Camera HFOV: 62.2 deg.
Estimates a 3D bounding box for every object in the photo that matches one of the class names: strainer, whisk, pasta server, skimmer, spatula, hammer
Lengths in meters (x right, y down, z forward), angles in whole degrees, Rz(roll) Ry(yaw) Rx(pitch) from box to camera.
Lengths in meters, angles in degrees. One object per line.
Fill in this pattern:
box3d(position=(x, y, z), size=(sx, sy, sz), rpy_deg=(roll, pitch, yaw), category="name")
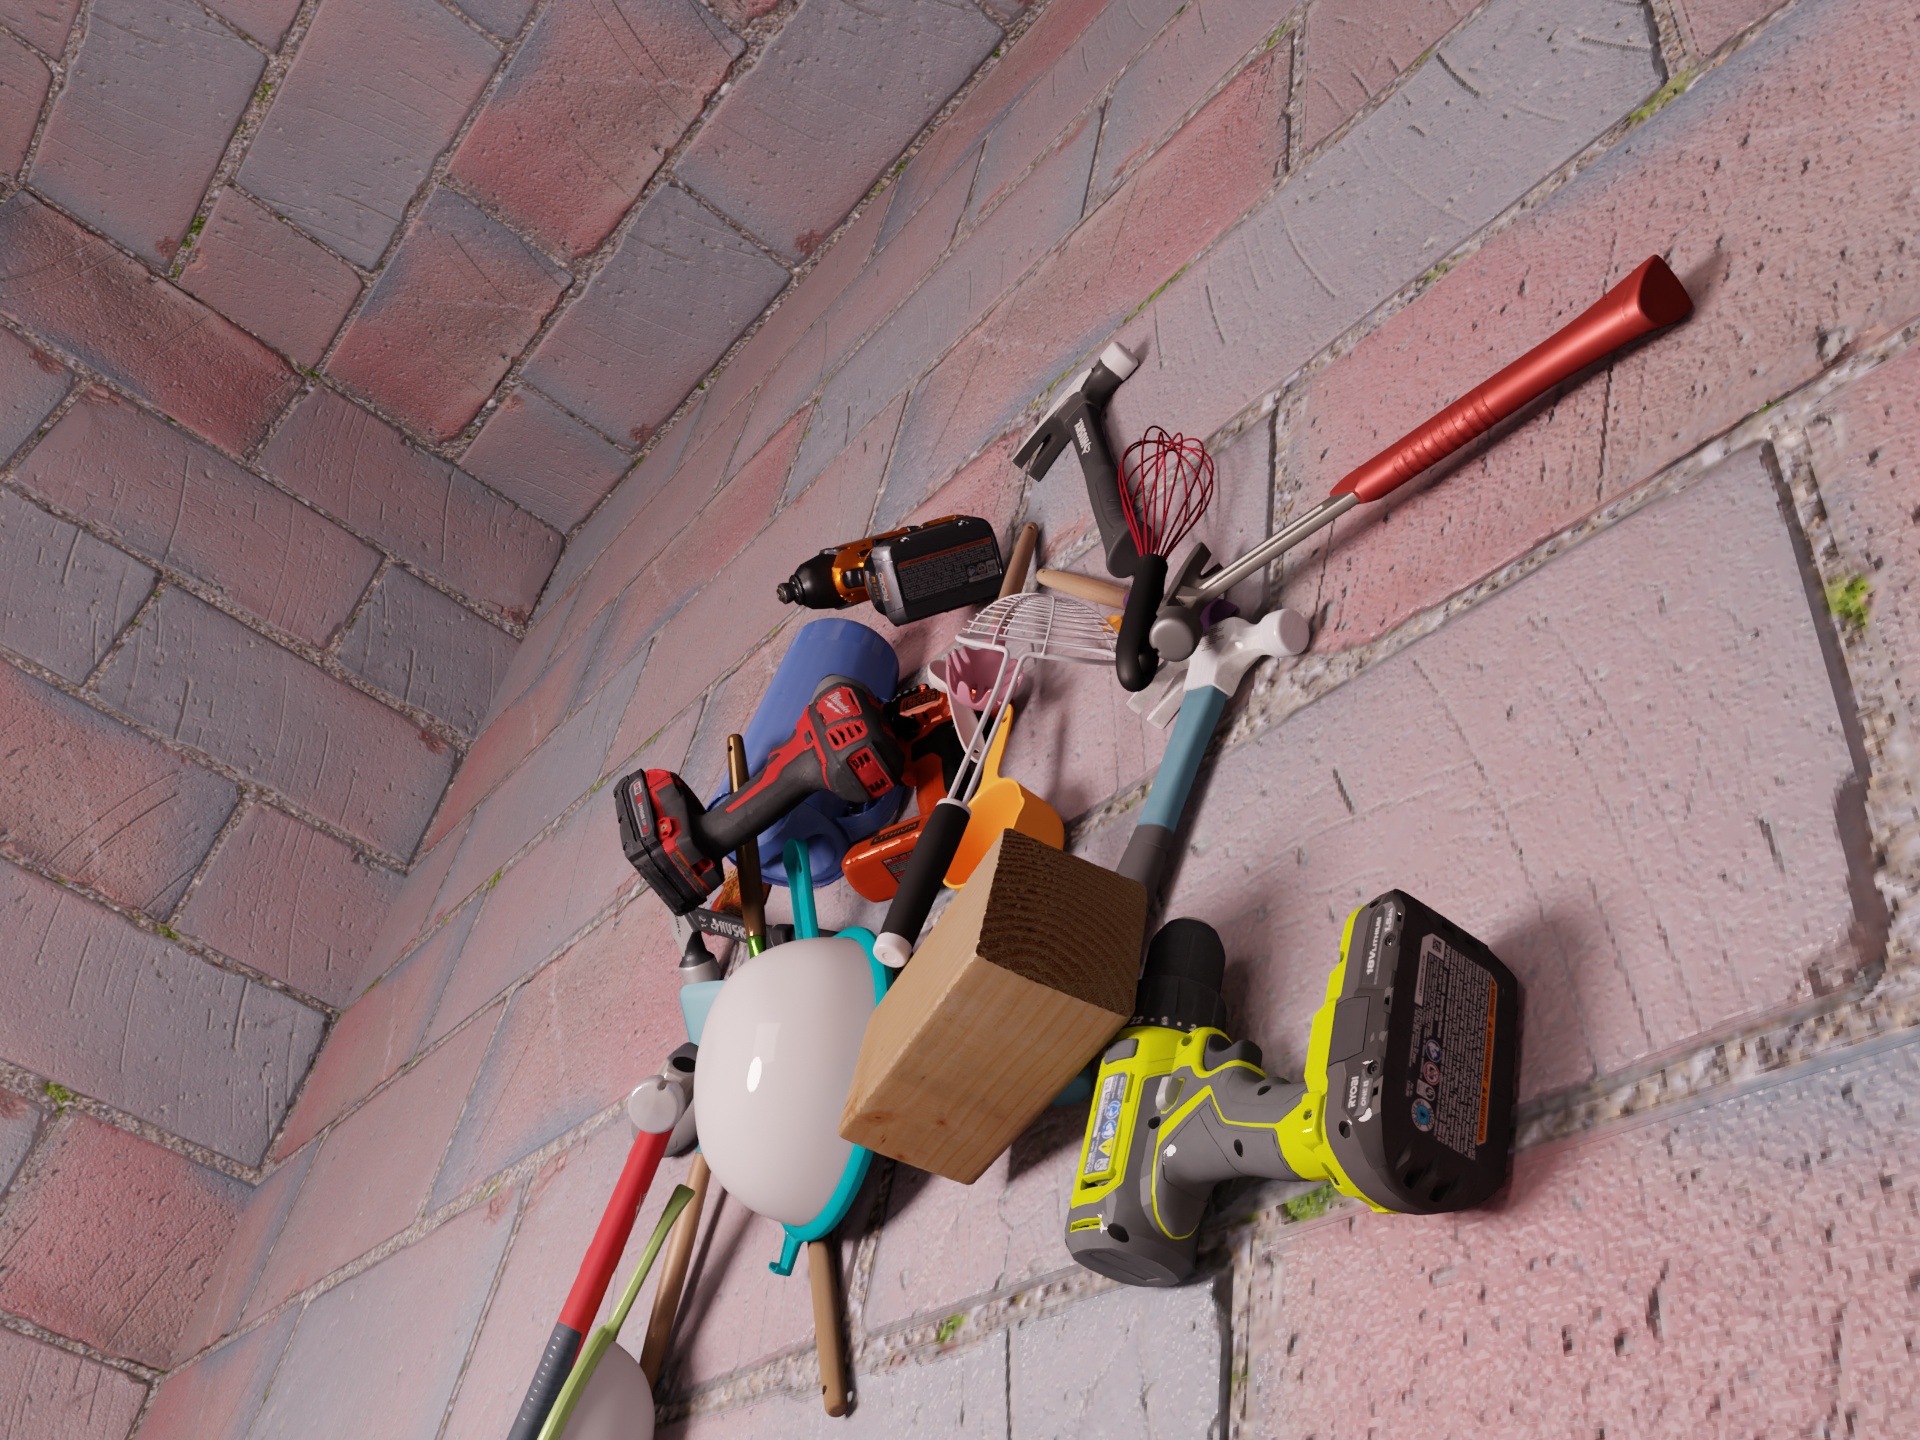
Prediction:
box3d(position=(-0.230, 0.457, 1.112), size=(0.151, 0.069, 0.256), rpy_deg=(107, -171, -69), category="strainer")
box3d(position=(0.140, -0.122, 1.141), size=(0.073, 0.073, 0.296), rpy_deg=(-38, 25, 38), category="whisk")
box3d(position=(0.038, -0.096, 1.319), size=(0.316, 0.060, 0.040), rpy_deg=(-72, -5, -55), category="pasta server")
box3d(position=(-0.136, 0.195, 1.117), size=(0.211, 0.095, 0.341), rpy_deg=(-62, 26, 31), category="strainer")
box3d(position=(0.018, 0.035, 1.082), size=(0.090, 0.127, 0.363), rpy_deg=(83, -157, -45), category="skimmer")
box3d(position=(-0.211, 0.357, 1.221), size=(0.082, 0.044, 0.318), rpy_deg=(-7, 56, 29), category="spatula")
box3d(position=(-0.269, 0.419, 1.155), size=(0.143, 0.038, 0.386), rpy_deg=(-14, -52, -83), category="hammer")
box3d(position=(0.116, -0.211, 1.372), size=(0.146, 0.035, 0.335), rpy_deg=(-46, 25, 22), category="hammer")
box3d(position=(-0.156, 0.176, 1.323), size=(0.036, 0.149, 0.409), rpy_deg=(-21, 11, -32), category="hammer")
box3d(position=(0.116, 0.080, 0.983), size=(0.128, 0.033, 0.331), rpy_deg=(-14, 47, 57), category="hammer")
box3d(position=(0.119, -0.093, 1.223), size=(0.060, 0.018, 0.316), rpy_deg=(-34, 20, -9), category="spatula")
box3d(position=(0.268, -0.159, 0.970), size=(0.359, 0.036, 0.149), rpy_deg=(-35, 11, 34), category="hammer")

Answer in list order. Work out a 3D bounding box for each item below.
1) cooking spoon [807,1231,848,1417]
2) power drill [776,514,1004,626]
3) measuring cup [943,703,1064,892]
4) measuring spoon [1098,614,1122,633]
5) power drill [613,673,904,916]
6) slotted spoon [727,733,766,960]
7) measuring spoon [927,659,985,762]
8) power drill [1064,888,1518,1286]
box3d(position=(-0.097, 0.340, 1.083), size=(0.068, 0.017, 0.319), rpy_deg=(-56, 21, 17), category="cooking spoon")
box3d(position=(-0.072, -0.139, 1.506), size=(0.164, 0.084, 0.226), rpy_deg=(-19, 12, -22), category="power drill")
box3d(position=(0.039, 0.061, 1.143), size=(0.095, 0.052, 0.174), rpy_deg=(-38, 27, 38), category="measuring cup")
box3d(position=(0.132, -0.061, 1.170), size=(0.021, 0.011, 0.117), rpy_deg=(-29, 22, -12), category="measuring spoon")
box3d(position=(-0.156, 0.045, 1.246), size=(0.219, 0.078, 0.143), rpy_deg=(-30, 35, 2), category="power drill")
box3d(position=(-0.167, 0.151, 1.268), size=(0.070, 0.031, 0.314), rpy_deg=(-27, 58, 30), category="slotted spoon")
box3d(position=(-0.002, -0.004, 1.228), size=(0.124, 0.034, 0.018), rpy_deg=(-109, 36, -48), category="measuring spoon")
box3d(position=(0.147, 0.162, 0.759), size=(0.228, 0.080, 0.191), rpy_deg=(-32, 33, 50), category="power drill")
